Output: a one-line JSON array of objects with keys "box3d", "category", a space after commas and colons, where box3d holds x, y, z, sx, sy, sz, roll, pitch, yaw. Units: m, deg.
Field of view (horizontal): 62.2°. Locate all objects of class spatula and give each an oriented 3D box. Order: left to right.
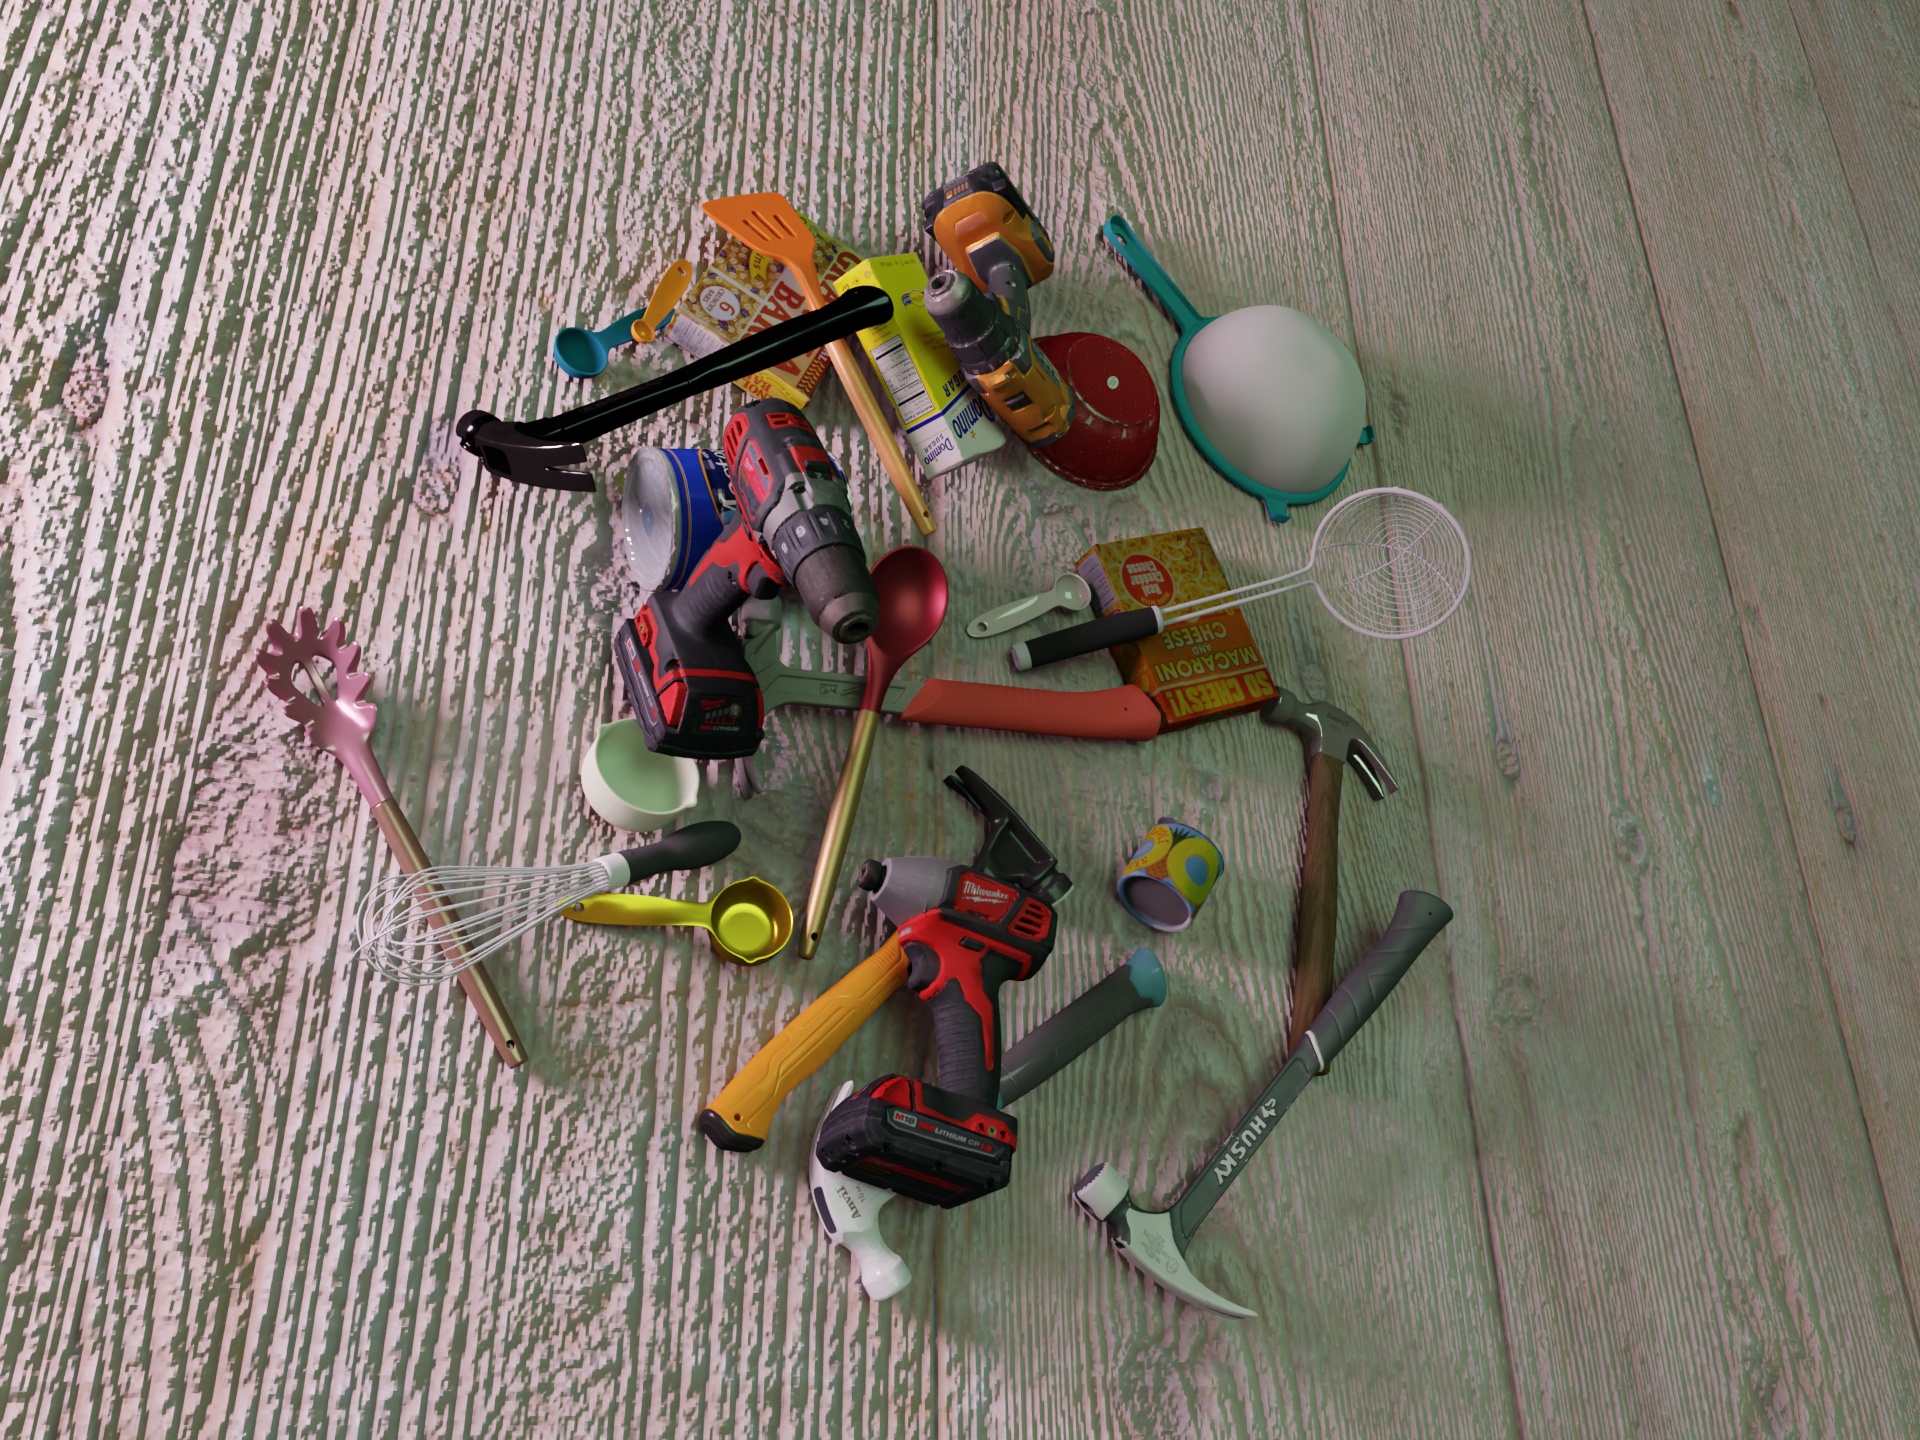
[{"box3d": [-0.100, -0.288, 1.264, 0.081, 0.041, 0.322, -24, 86, -37], "category": "spatula"}]

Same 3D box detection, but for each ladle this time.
[{"box3d": [-0.070, 0.019, 1.134, 0.069, 0.031, 0.316, 23, 67, -23], "category": "ladle"}]

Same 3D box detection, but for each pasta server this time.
[{"box3d": [-0.348, 0.074, 0.991, 0.060, 0.040, 0.316, -27, 83, -23], "category": "pasta server"}]

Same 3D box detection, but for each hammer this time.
[{"box3d": [-0.186, -0.249, 1.156, 0.335, 0.146, 0.035, -30, 127, -28], "category": "hammer"}, {"box3d": [-0.059, 0.169, 1.107, 0.127, 0.034, 0.337, 49, 54, -1], "category": "hammer"}, {"box3d": [-0.002, -0.004, 1.215, 0.359, 0.036, 0.149, 6, 73, -28], "category": "hammer"}, {"box3d": [0.031, 0.255, 1.116, 0.331, 0.033, 0.128, -28, 84, -36], "category": "hammer"}, {"box3d": [0.261, 0.268, 1.203, 0.149, 0.036, 0.409, 47, 60, 4], "category": "hammer"}, {"box3d": [0.301, 0.133, 1.324, 0.130, 0.031, 0.332, 21, 59, -18], "category": "hammer"}]

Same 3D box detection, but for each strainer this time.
[{"box3d": [0.269, -0.366, 1.507, 0.340, 0.095, 0.211, 50, 54, -1], "category": "strainer"}]

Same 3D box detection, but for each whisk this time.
[{"box3d": [-0.245, 0.103, 0.996, 0.284, 0.070, 0.070, -16, 75, -48], "category": "whisk"}]

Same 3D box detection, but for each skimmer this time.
[{"box3d": [0.223, -0.092, 1.273, 0.363, 0.090, 0.127, -16, 107, -8], "category": "skimmer"}]

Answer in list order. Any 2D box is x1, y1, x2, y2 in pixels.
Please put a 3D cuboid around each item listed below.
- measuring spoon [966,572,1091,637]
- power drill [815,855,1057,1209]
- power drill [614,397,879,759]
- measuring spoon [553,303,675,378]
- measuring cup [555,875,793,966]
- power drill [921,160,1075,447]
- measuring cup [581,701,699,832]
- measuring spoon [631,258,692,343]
[{"box3d": [0.054, -0.090, 1.309, 0.124, 0.018, 0.034, -22, 79, -28], "category": "measuring spoon"}, {"box3d": [-0.018, 0.194, 1.051, 0.143, 0.078, 0.220, 24, 54, -18], "category": "power drill"}, {"box3d": [-0.133, -0.070, 1.028, 0.080, 0.226, 0.188, 3, 46, -37], "category": "power drill"}, {"box3d": [-0.267, -0.294, 1.230, 0.042, 0.021, 0.129, 52, 45, -5], "category": "measuring spoon"}, {"box3d": [-0.191, 0.133, 1.063, 0.156, 0.029, 0.062, 6, 61, -13], "category": "measuring cup"}, {"box3d": [0.022, -0.361, 1.322, 0.185, 0.084, 0.226, 40, 36, -49], "category": "power drill"}, {"box3d": [-0.203, 0.016, 1.107, 0.083, 0.038, 0.168, 40, 38, -6], "category": "measuring cup"}, {"box3d": [-0.236, -0.332, 1.257, 0.021, 0.011, 0.117, 39, 42, -23], "category": "measuring spoon"}]
